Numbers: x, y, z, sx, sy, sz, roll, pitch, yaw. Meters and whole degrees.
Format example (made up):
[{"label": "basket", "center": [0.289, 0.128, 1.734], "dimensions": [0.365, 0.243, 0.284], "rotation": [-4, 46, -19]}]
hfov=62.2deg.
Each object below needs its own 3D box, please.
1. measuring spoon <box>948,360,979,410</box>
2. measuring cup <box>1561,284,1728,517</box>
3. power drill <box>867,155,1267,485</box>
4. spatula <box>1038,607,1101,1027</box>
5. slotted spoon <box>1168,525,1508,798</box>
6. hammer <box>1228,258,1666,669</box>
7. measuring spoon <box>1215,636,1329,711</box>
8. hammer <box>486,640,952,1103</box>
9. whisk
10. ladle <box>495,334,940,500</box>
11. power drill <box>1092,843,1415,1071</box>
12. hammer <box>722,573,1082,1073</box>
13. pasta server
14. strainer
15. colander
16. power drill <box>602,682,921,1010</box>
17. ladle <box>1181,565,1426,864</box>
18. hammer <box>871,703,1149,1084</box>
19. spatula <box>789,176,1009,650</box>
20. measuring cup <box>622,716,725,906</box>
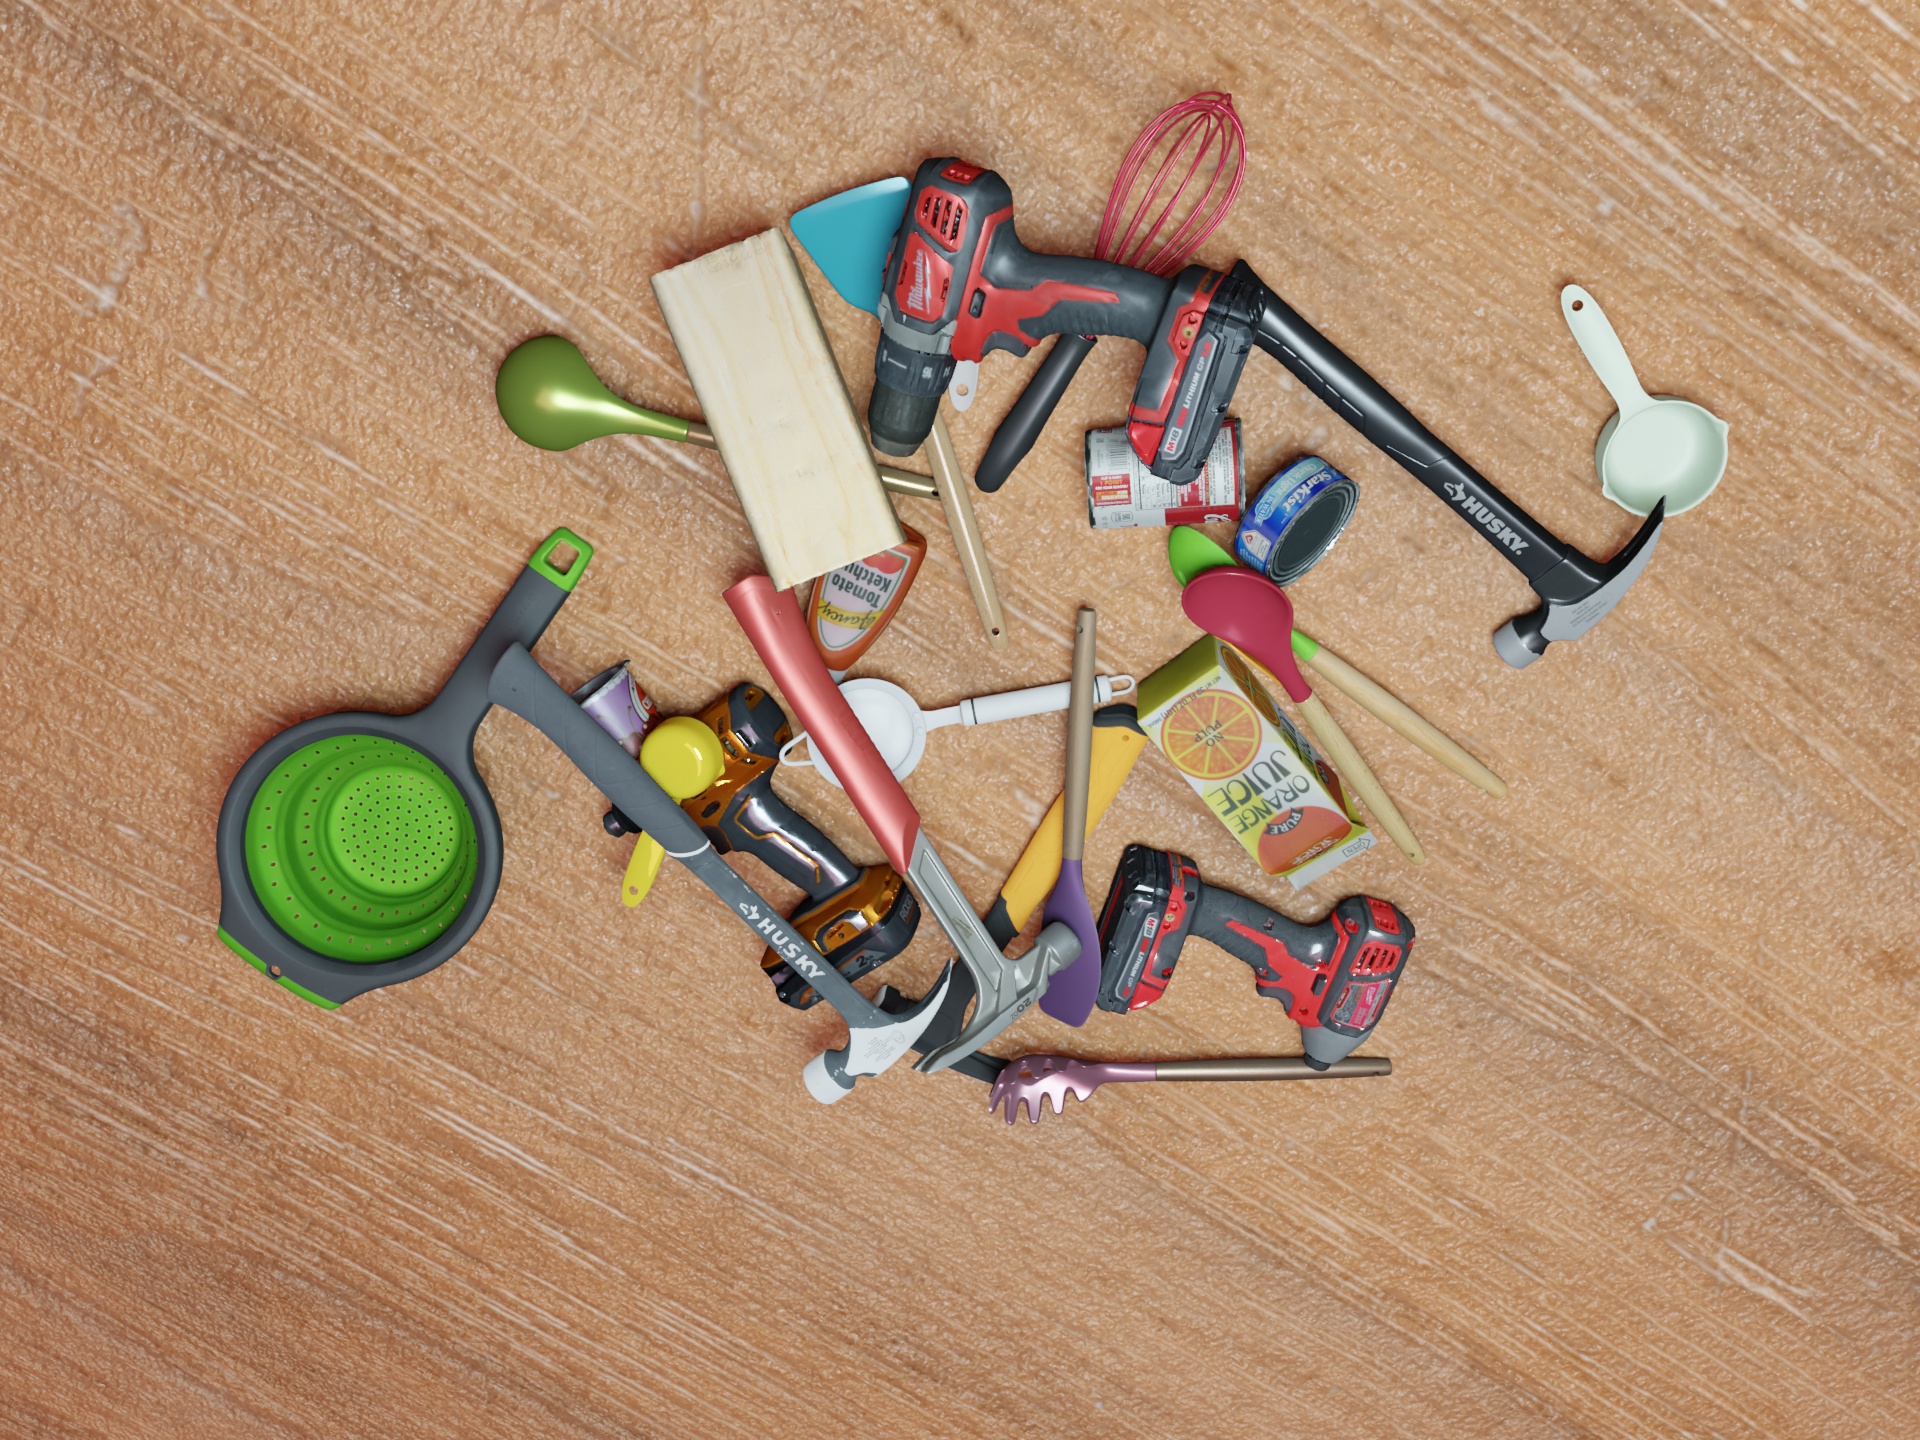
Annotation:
[{"label": "measuring spoon", "center": [0.004, -0.265, 1.050], "dimensions": [0.034, 0.018, 0.124], "rotation": [6, 121, 4]}, {"label": "measuring cup", "center": [0.423, -0.208, 1.013], "dimensions": [0.083, 0.038, 0.167], "rotation": [-31, 105, 18]}, {"label": "power drill", "center": [0.053, -0.221, 0.975], "dimensions": [0.227, 0.080, 0.187], "rotation": [22, 124, 6]}, {"label": "spatula", "center": [0.084, 0.075, 1.142], "dimensions": [0.060, 0.018, 0.315], "rotation": [17, 112, 41]}, {"label": "slotted spoon", "center": [0.264, -0.033, 1.104], "dimensions": [0.313, 0.070, 0.031], "rotation": [34, 79, -14]}, {"label": "hammer", "center": [0.298, -0.179, 1.026], "dimensions": [0.334, 0.035, 0.146], "rotation": [39, 133, -7]}, {"label": "measuring spoon", "center": [0.217, -0.039, 1.114], "dimensions": [0.116, 0.021, 0.011], "rotation": [34, 114, -16]}, {"label": "hammer", "center": [-0.174, 0.100, 1.117], "dimensions": [0.149, 0.036, 0.408], "rotation": [-37, 107, 19]}, {"label": "whisk", "center": [0.089, -0.265, 1.016], "dimensions": [0.073, 0.073, 0.295], "rotation": [30, 119, -7]}, {"label": "ladle", "center": [-0.159, -0.194, 1.089], "dimensions": [0.320, 0.062, 0.078], "rotation": [12, 112, -6]}, {"label": "power drill", "center": [0.214, 0.182, 1.189], "dimensions": [0.219, 0.079, 0.143], "rotation": [15, 115, -3]}, {"label": "hammer", "center": [-0.062, 0.061, 1.098], "dimensions": [0.149, 0.037, 0.359], "rotation": [-36, 98, -23]}, {"label": "pasta server", "center": [0.179, 0.279, 1.235], "dimensions": [0.316, 0.040, 0.060], "rotation": [-1, 131, -2]}, {"label": "strainer", "center": [-0.002, -0.004, 1.145], "dimensions": [0.258, 0.050, 0.086], "rotation": [-10, 110, 2]}, {"label": "colander", "center": [-0.391, 0.024, 1.190], "dimensions": [0.204, 0.094, 0.397], "rotation": [36, 95, -5]}, {"label": "power drill", "center": [-0.154, 0.102, 1.193], "dimensions": [0.164, 0.084, 0.226], "rotation": [-33, 102, 19]}, {"label": "ladle", "center": [0.249, 0.000, 1.094], "dimensions": [0.069, 0.031, 0.315], "rotation": [-15, 129, 38]}, {"label": "hammer", "center": [0.056, 0.132, 1.205], "dimensions": [0.127, 0.034, 0.336], "rotation": [28, 114, -5]}, {"label": "spatula", "center": [-0.021, -0.192, 1.057], "dimensions": [0.082, 0.044, 0.317], "rotation": [-16, 105, 10]}, {"label": "measuring cup", "center": [-0.217, 0.071, 1.138], "dimensions": [0.062, 0.029, 0.156], "rotation": [24, 107, 4]}]
